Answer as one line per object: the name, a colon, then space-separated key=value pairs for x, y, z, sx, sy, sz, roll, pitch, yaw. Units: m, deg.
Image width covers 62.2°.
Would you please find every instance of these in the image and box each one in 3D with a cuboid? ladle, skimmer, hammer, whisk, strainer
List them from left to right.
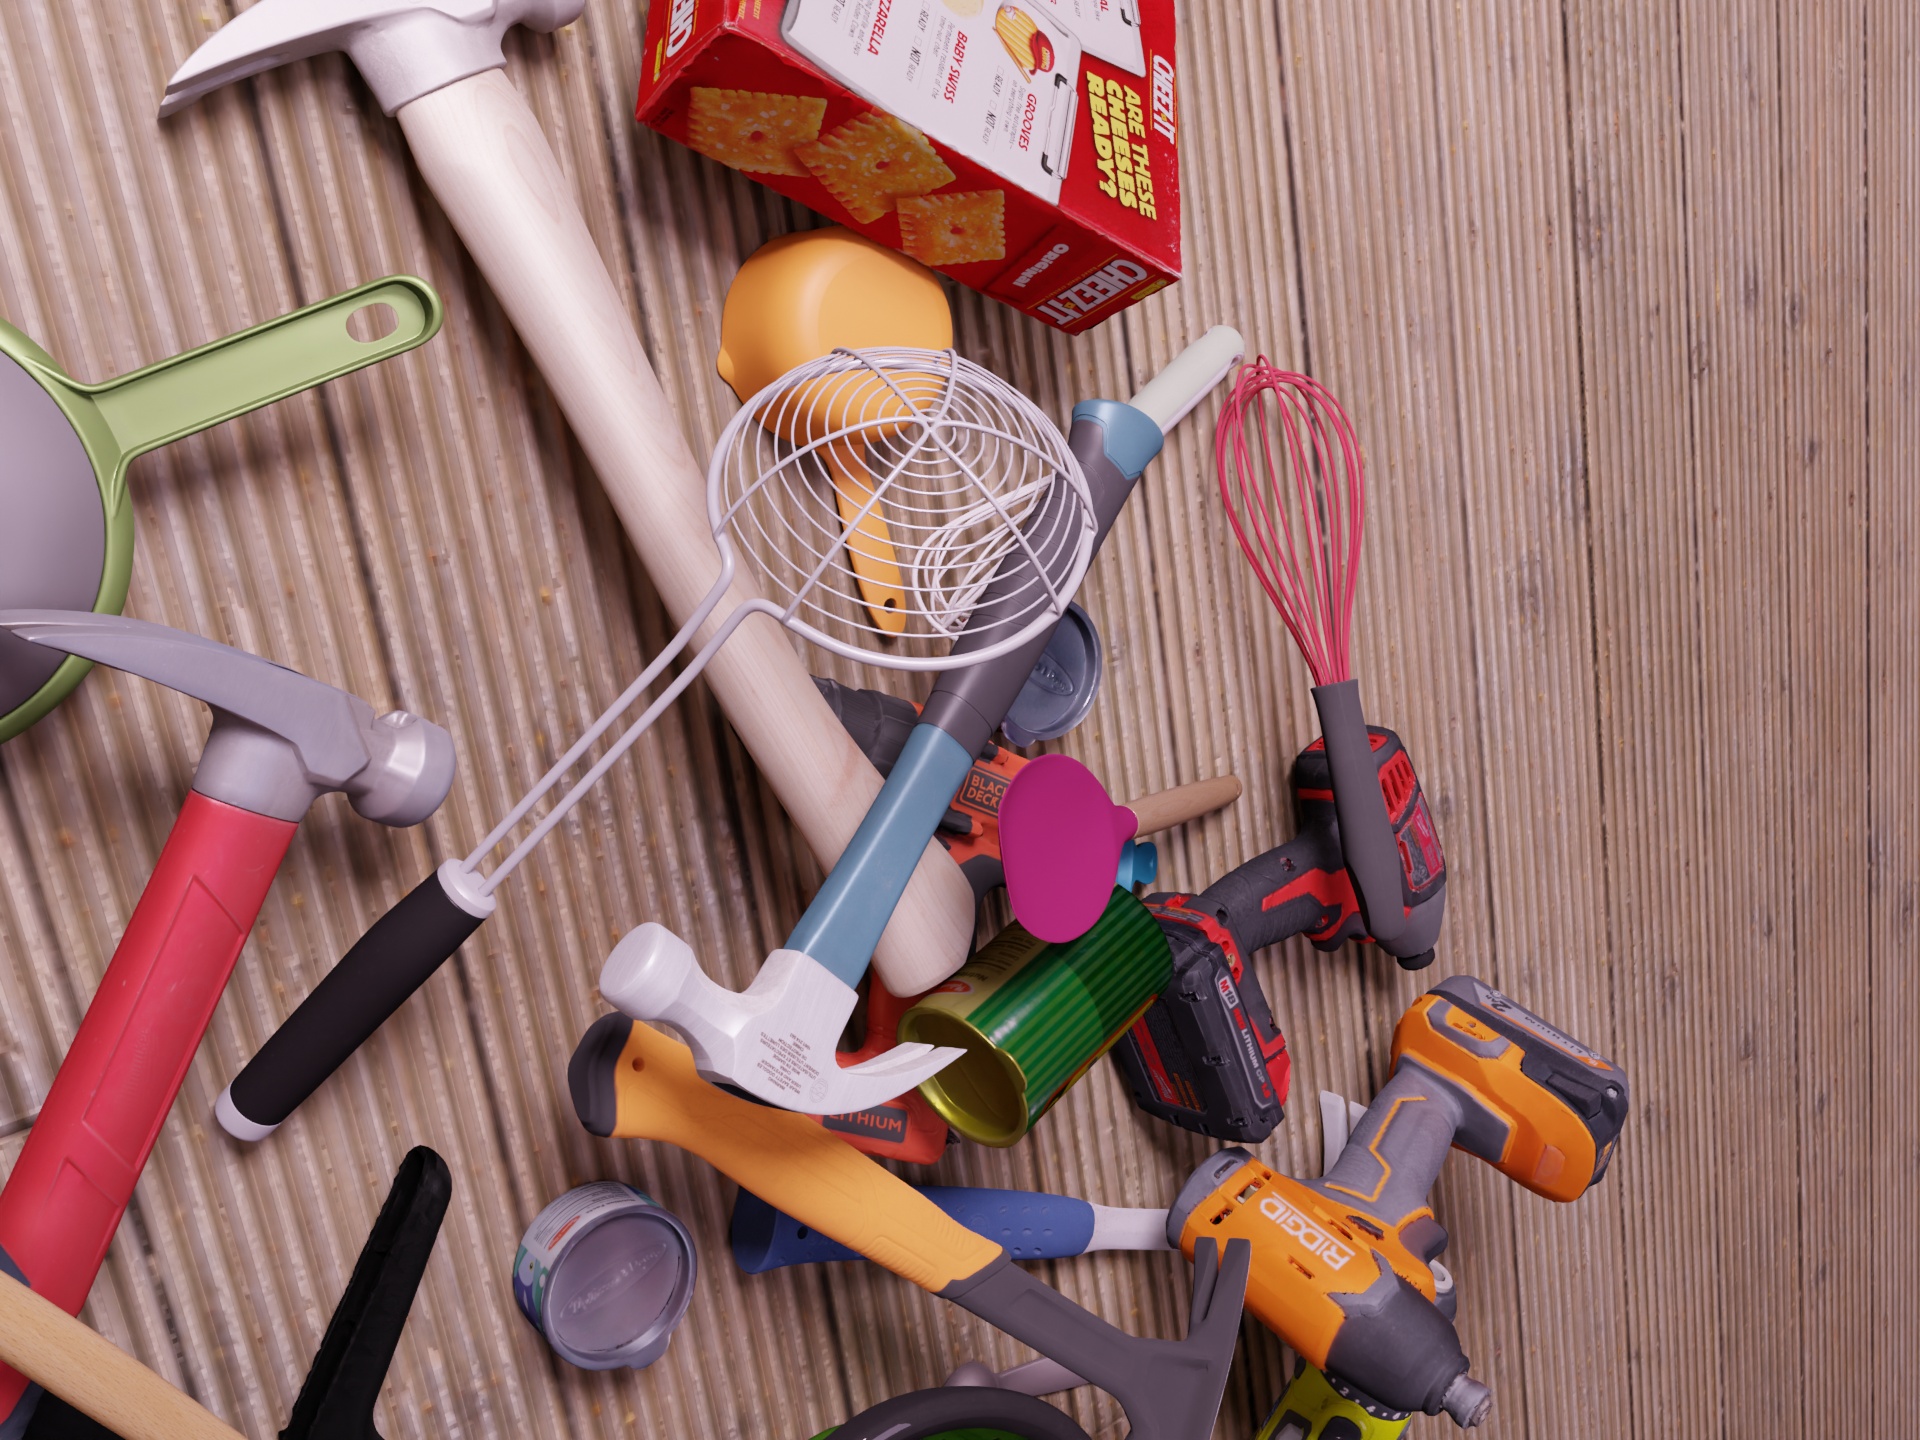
hammer: x=-0.284 y=0.159 z=0.462 sx=0.143 sy=0.038 sz=0.386 roll=29 pitch=81 yaw=-53
strainer: x=-0.265 y=-0.074 z=0.449 sx=0.256 sy=0.069 sz=0.151 roll=-28 pitch=112 yaw=-18
ladle: x=-0.225 y=0.218 z=0.472 sx=0.069 sy=0.031 sz=0.315 roll=-53 pitch=125 yaw=-29
skimmer: x=-0.111 y=0.017 z=0.543 sx=0.363 sy=0.127 sz=0.090 roll=-44 pitch=163 yaw=11
hammer: x=-0.112 y=-0.069 z=0.575 sx=0.146 sy=0.038 sz=0.410 roll=-35 pitch=107 yaw=-26
hammer: x=-0.010 y=0.204 z=0.642 sx=0.336 sy=0.034 sz=0.127 roll=38 pitch=58 yaw=-25
hammer: x=-0.001 y=-0.002 z=0.607 sx=0.128 sy=0.033 sz=0.331 roll=45 pitch=60 yaw=-27
whisk: x=0.062 y=-0.114 z=0.725 sx=0.059 sy=0.057 sz=0.246 roll=42 pitch=59 yaw=3
hammer: x=0.069 y=0.248 z=0.794 sx=0.405 sy=0.035 sz=0.144 roll=15 pitch=88 yaw=-37
whisk: x=0.180 y=-0.037 z=0.783 sx=0.073 sy=0.073 sz=0.296 roll=-10 pitch=87 yaw=-36

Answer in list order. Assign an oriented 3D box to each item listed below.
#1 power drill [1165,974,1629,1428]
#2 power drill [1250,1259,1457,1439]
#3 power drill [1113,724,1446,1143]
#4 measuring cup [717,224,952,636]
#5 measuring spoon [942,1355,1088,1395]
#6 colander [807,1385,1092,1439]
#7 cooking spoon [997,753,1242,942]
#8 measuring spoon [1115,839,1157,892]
power drill: x=0.235 y=0.238 z=0.792 sx=0.226 sy=0.164 sz=0.084 roll=-28 pitch=135 yaw=-32
power drill: x=0.176 y=0.382 z=0.783 sx=0.228 sy=0.080 sz=0.190 roll=-27 pitch=144 yaw=-64
power drill: x=0.175 y=0.112 z=0.829 sx=0.220 sy=0.078 sz=0.143 roll=-35 pitch=112 yaw=-32
measuring cup: x=-0.036 y=-0.116 z=0.652 sx=0.095 sy=0.052 sz=0.173 roll=-24 pitch=109 yaw=-32
measuring spoon: x=0.042 y=0.332 z=0.797 sx=0.124 sy=0.018 sz=0.034 roll=3 pitch=94 yaw=-38
colander: x=-0.100 y=0.359 z=0.651 sx=0.396 sy=0.094 sz=0.204 roll=15 pitch=85 yaw=-32
cooking spoon: x=0.077 y=0.043 z=0.688 sx=0.318 sy=0.017 sz=0.069 roll=-6 pitch=87 yaw=-66
measuring spoon: x=0.076 y=0.067 z=0.753 sx=0.128 sy=0.021 sz=0.042 roll=19 pitch=73 yaw=-74
